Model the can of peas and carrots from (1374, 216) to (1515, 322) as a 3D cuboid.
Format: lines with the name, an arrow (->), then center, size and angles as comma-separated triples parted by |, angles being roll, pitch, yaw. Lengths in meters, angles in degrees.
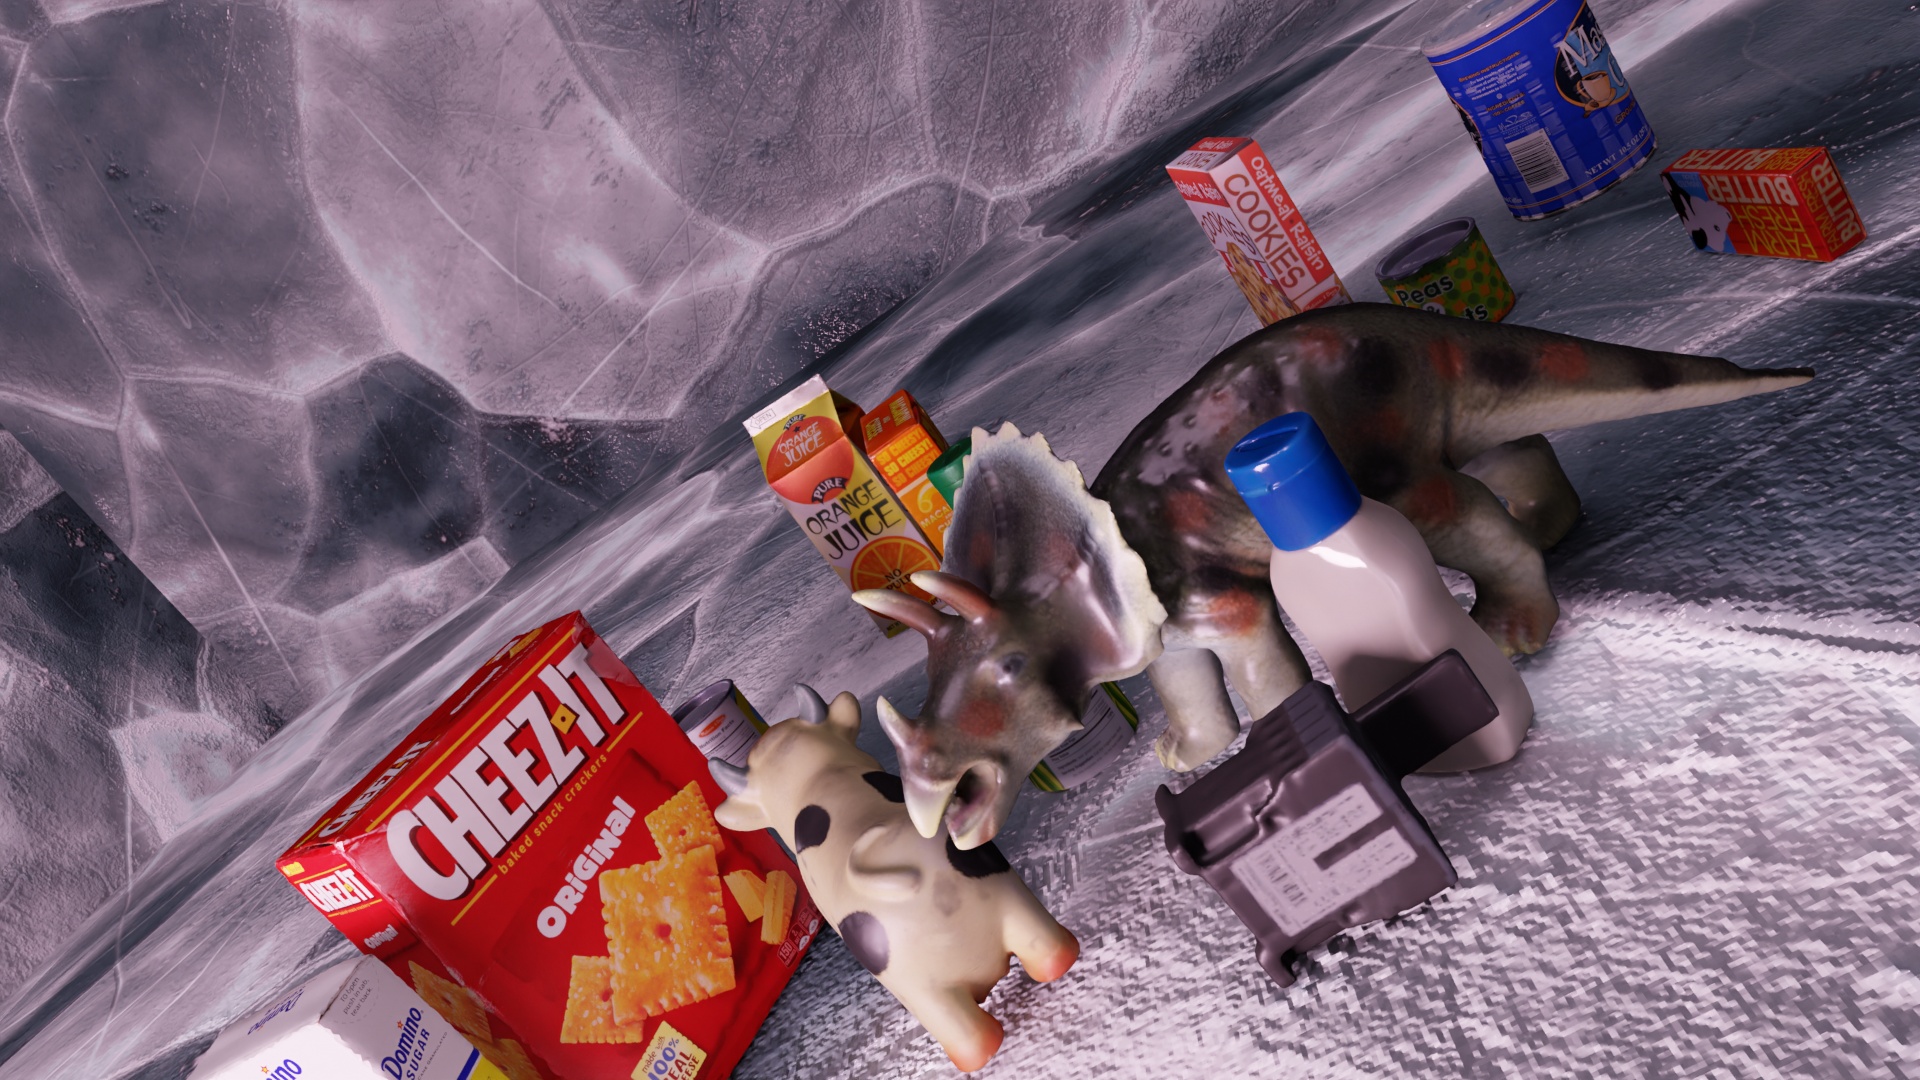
can of peas and carrots -> 0.303, -0.159, 0.869 | 0.071, 0.058, 0.071 | -33, 16, 11

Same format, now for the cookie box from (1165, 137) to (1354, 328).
cookie box -> 0.215, -0.202, 0.971 | 0.040, 0.167, 0.123 | -35, 16, 5

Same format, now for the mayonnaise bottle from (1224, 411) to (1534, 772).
mayonnaise bottle -> 0.151, 0.021, 0.516 | 0.064, 0.148, 0.041 | -16, 26, 51

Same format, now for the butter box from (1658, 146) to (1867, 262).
butter box -> 0.406, -0.172, 0.707 | 0.024, 0.053, 0.104 | -35, 16, 3

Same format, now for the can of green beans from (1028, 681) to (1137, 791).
can of green beans -> 0.048, 0.085, 0.707 | 0.071, 0.057, 0.071 | -33, 16, 11

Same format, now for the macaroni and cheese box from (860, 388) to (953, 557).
macaroni and cheese box -> 0.003, -0.011, 0.870 | 0.040, 0.166, 0.124 | -35, 16, 4

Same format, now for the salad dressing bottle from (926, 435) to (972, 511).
salad dressing bottle -> 0.037, 0.009, 0.779 | 0.044, 0.147, 0.064 | -29, 17, 24

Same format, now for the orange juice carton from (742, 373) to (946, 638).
orange juice carton -> -0.077, -0.030, 1.038 | 0.071, 0.192, 0.073 | -32, 17, 16

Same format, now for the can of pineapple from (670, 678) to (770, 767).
can of pineapple -> -0.173, 0.141, 0.995 | 0.071, 0.057, 0.071 | -33, 16, 11
